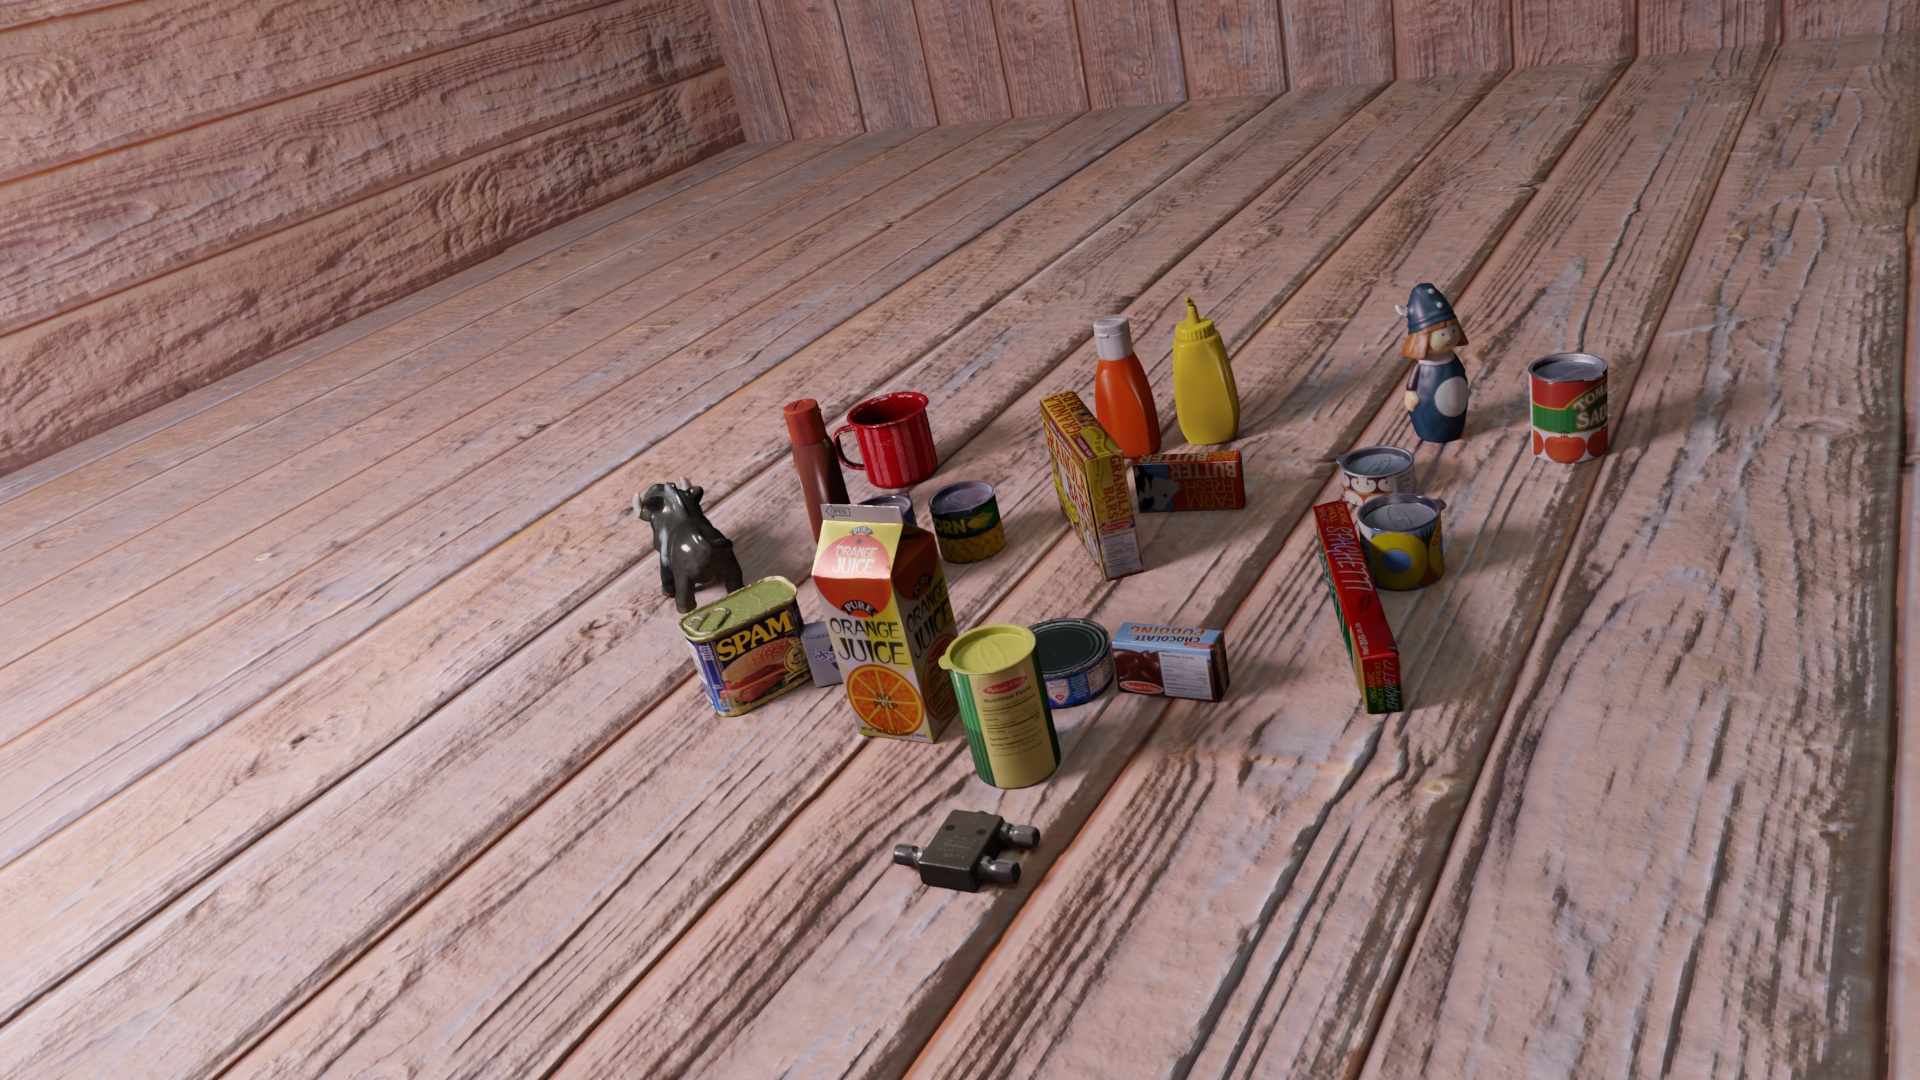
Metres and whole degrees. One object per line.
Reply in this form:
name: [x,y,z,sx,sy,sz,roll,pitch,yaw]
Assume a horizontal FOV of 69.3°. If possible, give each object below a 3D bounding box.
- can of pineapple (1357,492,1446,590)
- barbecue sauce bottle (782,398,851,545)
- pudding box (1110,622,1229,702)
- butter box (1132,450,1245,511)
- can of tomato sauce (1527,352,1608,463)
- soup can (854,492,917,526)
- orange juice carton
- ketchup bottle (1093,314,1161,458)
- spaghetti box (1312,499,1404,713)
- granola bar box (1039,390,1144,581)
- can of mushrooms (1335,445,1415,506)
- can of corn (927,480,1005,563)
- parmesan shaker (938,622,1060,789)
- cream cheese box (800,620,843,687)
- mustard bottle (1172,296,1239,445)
can of pineapple: [0.365,0.001,1.146,0.071,0.057,0.071,-11,26,5]
barbecue sauce bottle: [-0.145,-0.071,1.422,0.043,0.148,0.065,-8,27,11]
pudding box: [0.161,0.093,1.068,0.083,0.049,0.030,3,30,29]
butter box: [0.220,-0.056,1.331,0.103,0.053,0.024,-2,28,22]
can of tomato sauce: [0.557,-0.121,1.268,0.071,0.082,0.071,-11,26,5]
soup can: [-0.066,0.007,1.304,0.071,0.083,0.071,-11,26,5]
orange juice carton: [-0.055,0.057,1.079,0.072,0.191,0.073,2,30,29]
ketchup bottle: [0.169,-0.160,1.452,0.065,0.148,0.044,7,33,36]
spaghetti box: [0.310,0.045,1.093,0.029,0.050,0.251,-9,27,10]
granola bar box: [0.119,-0.054,1.293,0.039,0.123,0.166,-16,26,-4]
can of mushrooms: [0.384,-0.060,1.284,0.071,0.033,0.071,-11,26,5]
can of corn: [0.005,-0.017,1.347,0.071,0.058,0.071,-11,26,5]
parmesan shaker: [0.029,0.121,1.013,0.071,0.102,0.071,-11,26,5]
cream cheese box: [-0.079,0.089,1.182,0.104,0.053,0.024,-11,26,5]
mustard bottle: [0.250,-0.179,1.437,0.065,0.159,0.049,-5,27,16]
